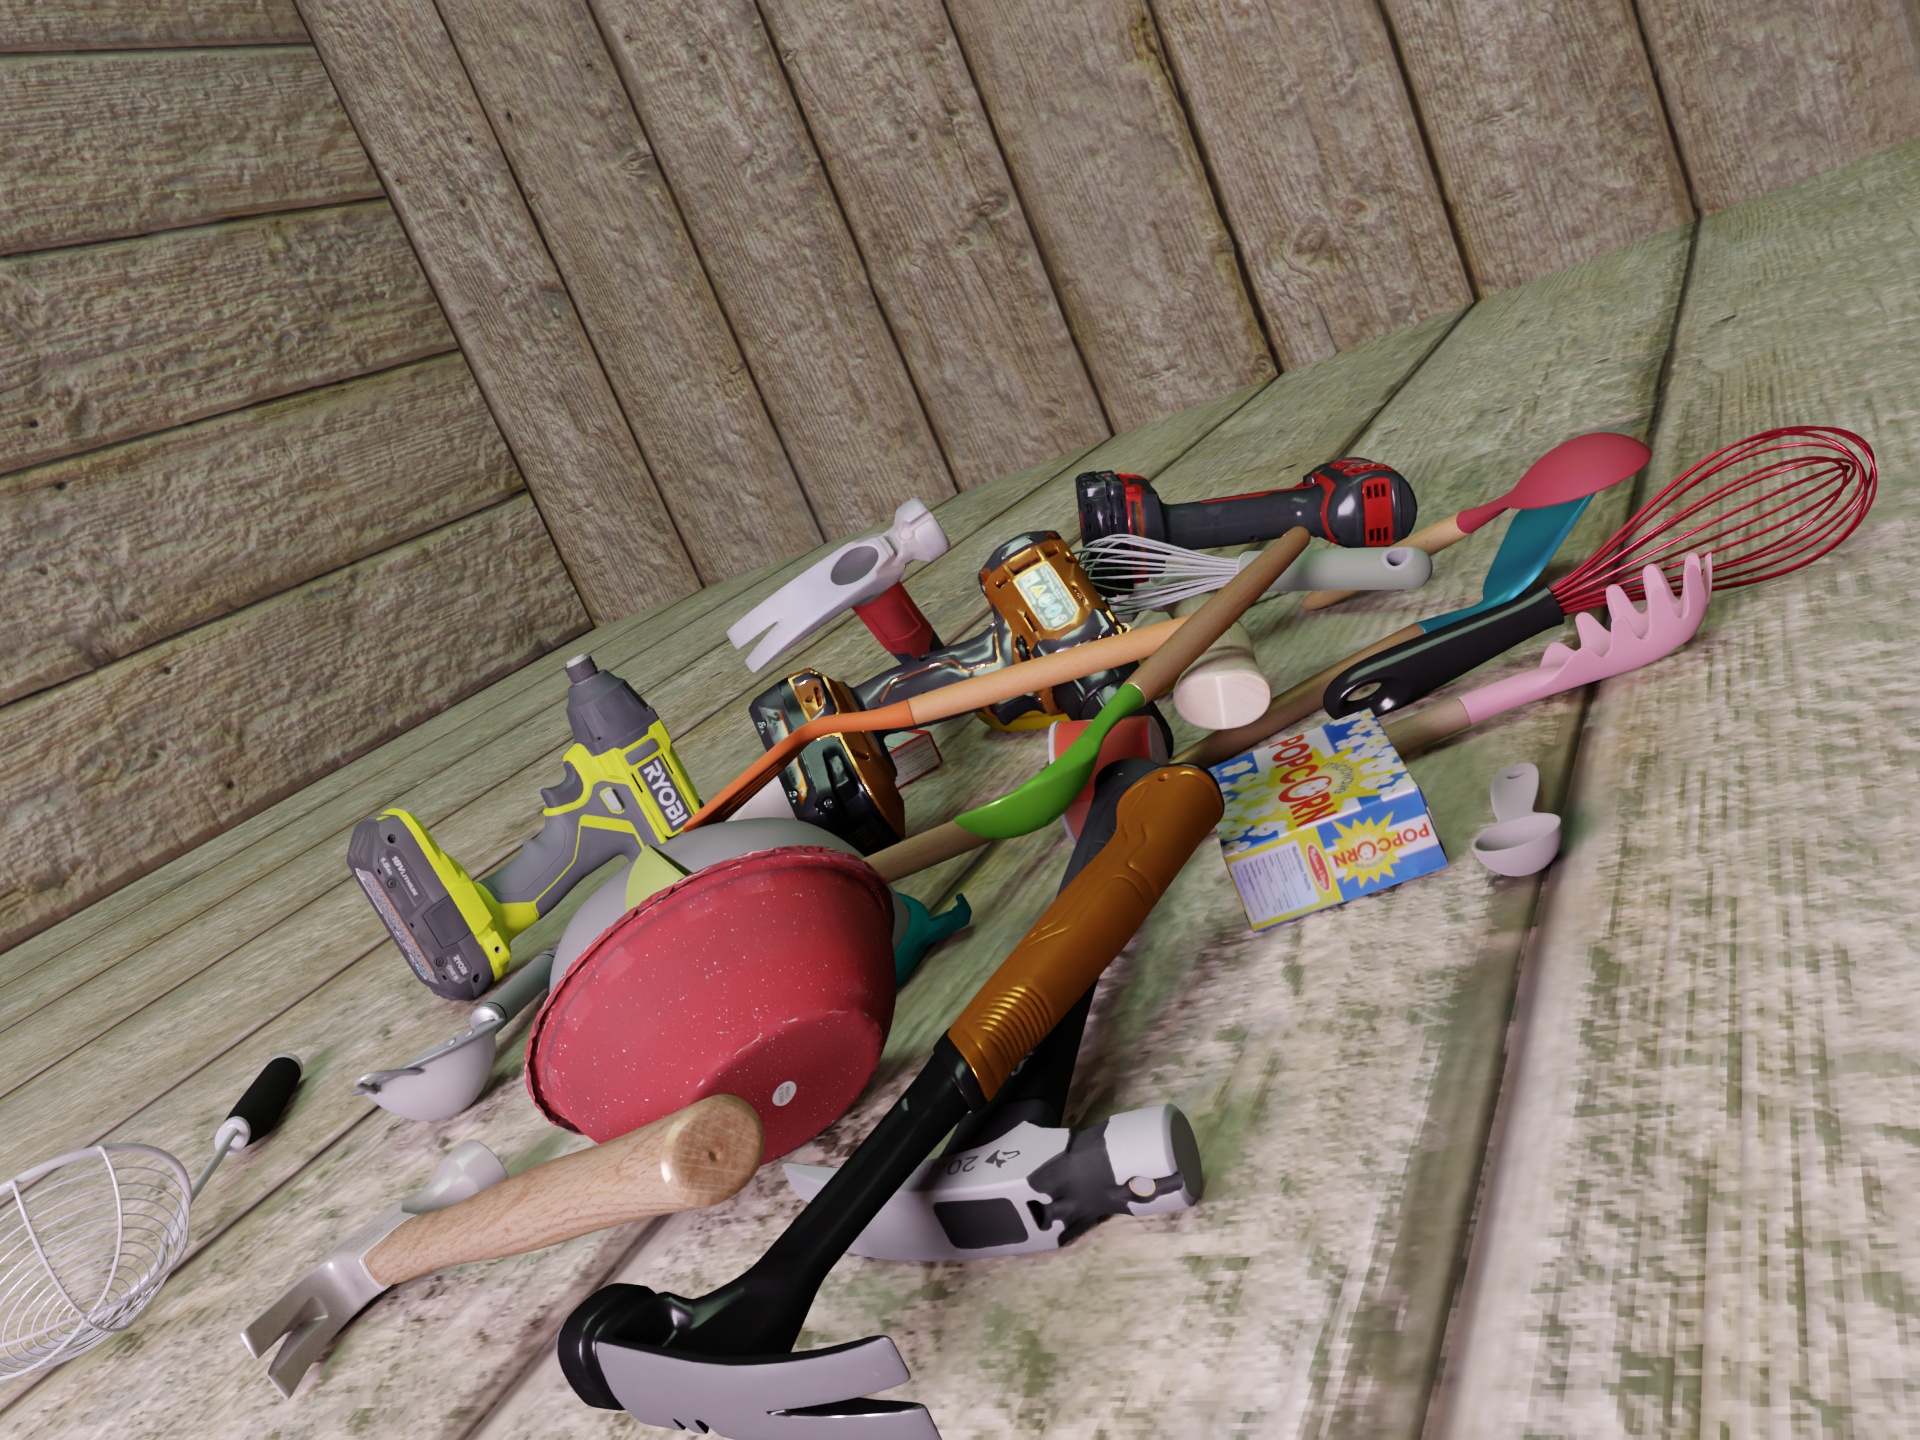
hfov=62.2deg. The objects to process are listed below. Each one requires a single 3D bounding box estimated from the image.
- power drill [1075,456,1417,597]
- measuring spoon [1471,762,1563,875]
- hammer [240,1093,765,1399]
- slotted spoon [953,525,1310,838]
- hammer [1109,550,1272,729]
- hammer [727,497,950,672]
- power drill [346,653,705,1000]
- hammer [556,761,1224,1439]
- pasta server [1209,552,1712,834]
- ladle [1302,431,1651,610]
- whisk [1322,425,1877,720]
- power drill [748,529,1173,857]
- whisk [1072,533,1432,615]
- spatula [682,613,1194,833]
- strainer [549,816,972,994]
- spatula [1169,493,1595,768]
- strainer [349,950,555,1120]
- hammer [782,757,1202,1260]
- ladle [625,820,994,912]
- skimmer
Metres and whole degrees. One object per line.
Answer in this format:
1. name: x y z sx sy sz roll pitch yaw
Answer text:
1. power drill: 0.199 -0.149 1.143 0.226 0.080 0.188 -6 13 4
2. measuring spoon: 0.229 0.040 0.650 0.034 0.018 0.124 -20 6 22
3. hammer: -0.165 0.179 0.566 0.130 0.031 0.331 -38 5 -42
4. slotted spoon: 0.104 -0.026 0.823 0.314 0.031 0.070 -41 8 -38
5. hammer: 0.171 -0.060 1.020 0.146 0.038 0.411 -10 13 7
6. hammer: -0.050 -0.051 1.125 0.143 0.038 0.386 -34 -12 1
7. power drill: -0.292 0.072 1.089 0.223 0.171 0.080 -35 16 -30
8. hammer: 0.018 0.103 0.537 0.127 0.034 0.337 -12 20 38
9. pasta server: 0.216 -0.001 0.774 0.316 0.040 0.060 -23 4 6
10. ladle: 0.295 -0.113 0.973 0.069 0.031 0.315 -34 1 -22
11. whisk: 0.326 -0.070 0.824 0.296 0.073 0.073 -26 12 11
12. power drill: 0.005 0.002 0.955 0.226 0.084 0.186 -30 52 1
13. whisk: 0.169 -0.091 0.979 0.246 0.059 0.058 2 57 36
14. spatula: -0.001 -0.003 0.884 0.322 0.041 0.081 -17 -5 -2
15. strainer: -0.164 0.110 0.865 0.211 0.095 0.340 -31 16 -31
16. spatula: 0.238 -0.047 0.915 0.317 0.044 0.082 -28 3 -15
17. strainer: -0.273 0.176 0.916 0.087 0.050 0.258 -25 6 10
18. hammer: 0.041 0.097 0.651 0.146 0.035 0.335 -18 17 21
19. ladle: -0.029 0.059 0.763 0.078 0.062 0.320 34 30 27
20. skimmer: -0.435 0.232 0.857 0.127 0.090 0.363 -55 12 1
